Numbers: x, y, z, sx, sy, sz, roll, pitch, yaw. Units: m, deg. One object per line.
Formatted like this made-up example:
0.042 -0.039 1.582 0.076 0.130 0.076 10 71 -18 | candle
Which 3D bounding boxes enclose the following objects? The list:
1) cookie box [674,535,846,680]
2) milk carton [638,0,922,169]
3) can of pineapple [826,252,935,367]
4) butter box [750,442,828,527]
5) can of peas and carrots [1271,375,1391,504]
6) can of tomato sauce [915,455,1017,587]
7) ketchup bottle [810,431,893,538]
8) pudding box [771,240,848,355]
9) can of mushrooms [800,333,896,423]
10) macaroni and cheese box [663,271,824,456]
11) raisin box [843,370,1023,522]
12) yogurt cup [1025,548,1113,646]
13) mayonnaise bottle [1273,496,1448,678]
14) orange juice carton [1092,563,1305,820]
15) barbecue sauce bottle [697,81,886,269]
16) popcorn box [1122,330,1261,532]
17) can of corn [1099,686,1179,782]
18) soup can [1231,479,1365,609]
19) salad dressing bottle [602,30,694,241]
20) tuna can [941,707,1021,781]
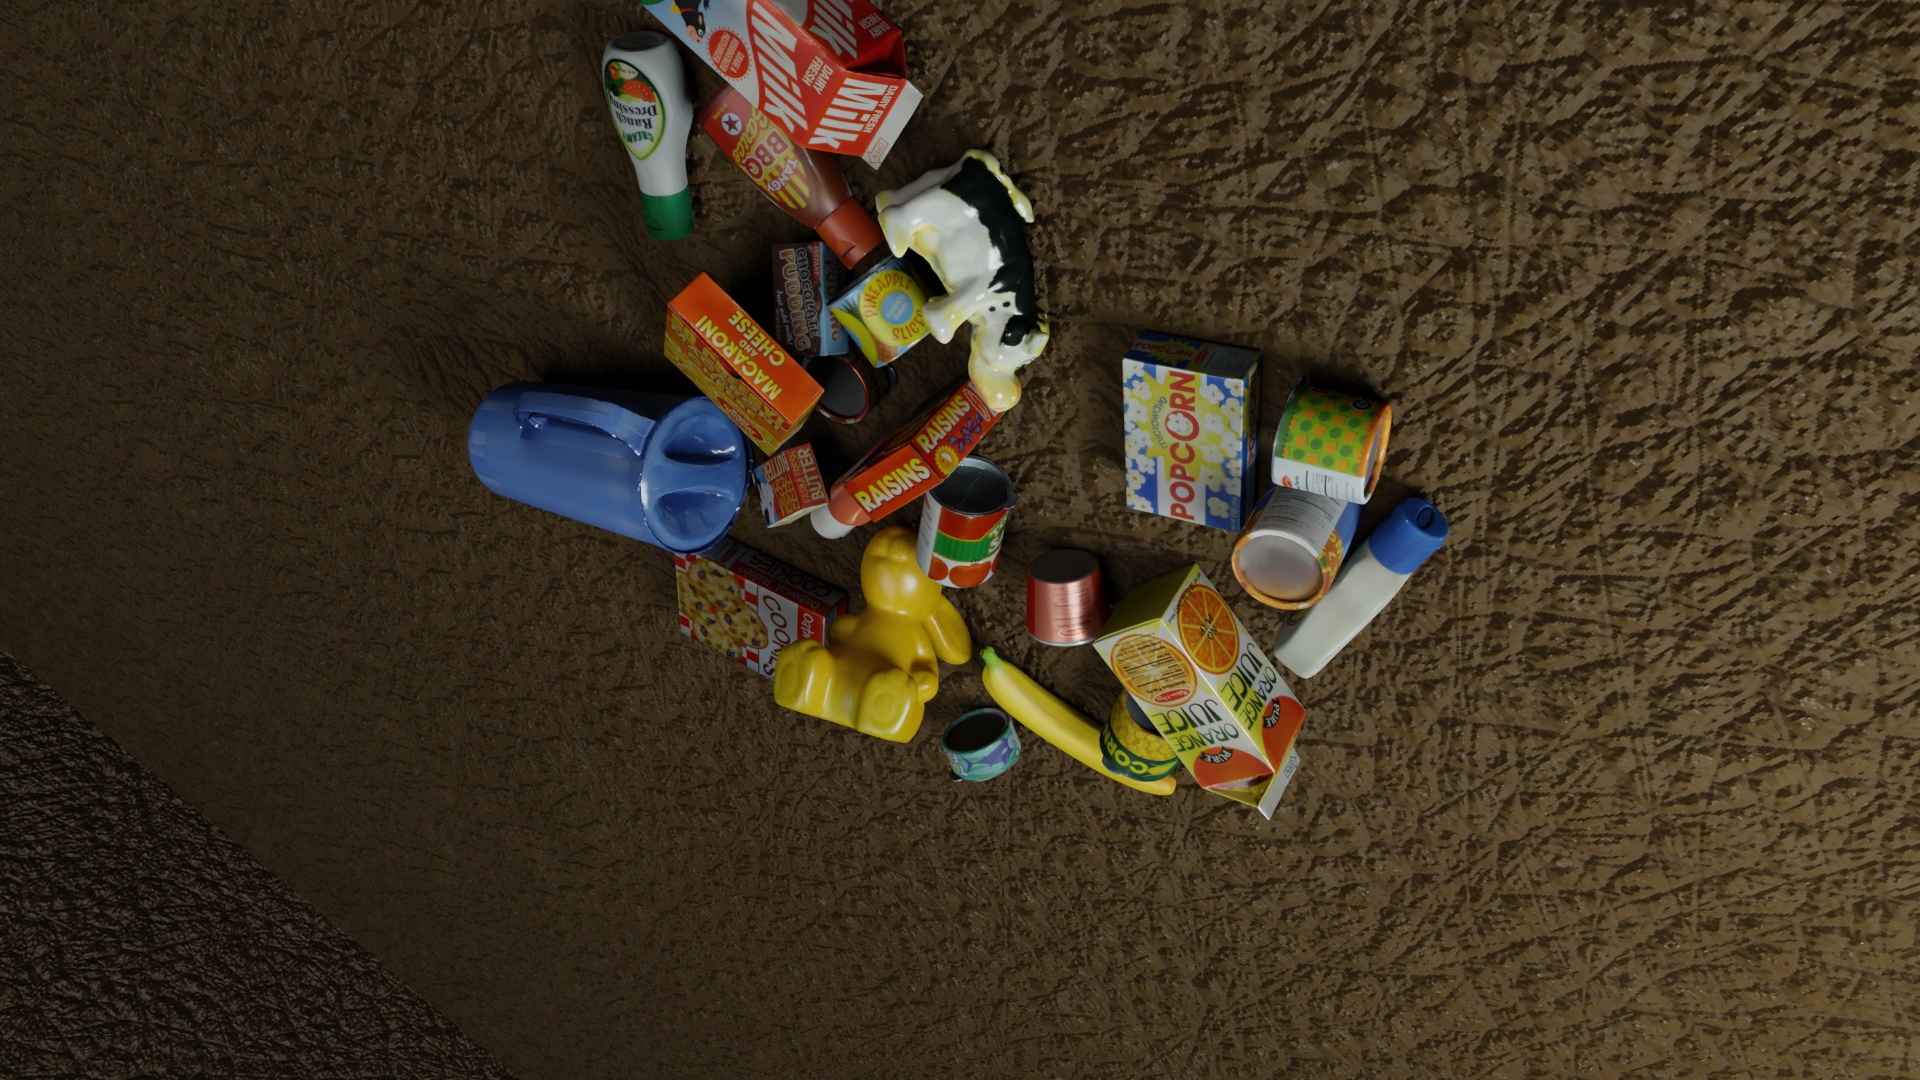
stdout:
-0.187 0.069 1.303 0.167 0.040 0.122 24 136 18 | cookie box
-0.110 -0.324 0.888 0.190 0.074 0.072 41 138 -2 | milk carton
-0.052 -0.165 0.987 0.071 0.071 0.057 -23 111 45 | can of pineapple
-0.142 -0.045 1.150 0.103 0.024 0.053 -19 88 64 | butter box
0.234 -0.063 0.874 0.059 0.071 0.070 16 133 24 | can of peas and carrots
0.004 -0.014 1.078 0.071 0.071 0.082 26 137 15 | can of tomato sauce
-0.076 -0.041 1.117 0.043 0.065 0.148 55 145 0 | ketchup bottle
-0.110 -0.178 1.023 0.049 0.030 0.083 6 103 31 | pudding box
-0.087 -0.125 1.072 0.071 0.034 0.070 19 133 22 | can of mushrooms
-0.170 -0.129 1.065 0.123 0.040 0.166 44 168 -6 | macaroni and cheese box
-0.019 -0.074 0.999 0.040 0.124 0.086 50 137 -12 | raisin box
0.081 0.042 1.073 0.072 0.073 0.053 9 122 29 | yogurt cup
0.268 0.030 0.933 0.041 0.065 0.147 38 134 8 | mayonnaise bottle
0.193 0.119 1.051 0.072 0.072 0.192 -25 108 45 | orange juice carton
-0.113 -0.257 0.970 0.148 0.044 0.064 48 131 -10 | barbecue sauce bottle
0.156 -0.072 0.940 0.085 0.038 0.126 15 132 26 | popcorn box
0.149 0.151 1.110 0.071 0.071 0.058 29 136 12 | can of corn
0.223 -0.002 0.918 0.071 0.084 0.071 19 135 21 | soup can
-0.223 -0.293 1.017 0.064 0.044 0.146 18 134 22 | salad dressing bottle
0.016 0.181 1.231 0.071 0.071 0.032 -1 122 36 | tuna can
